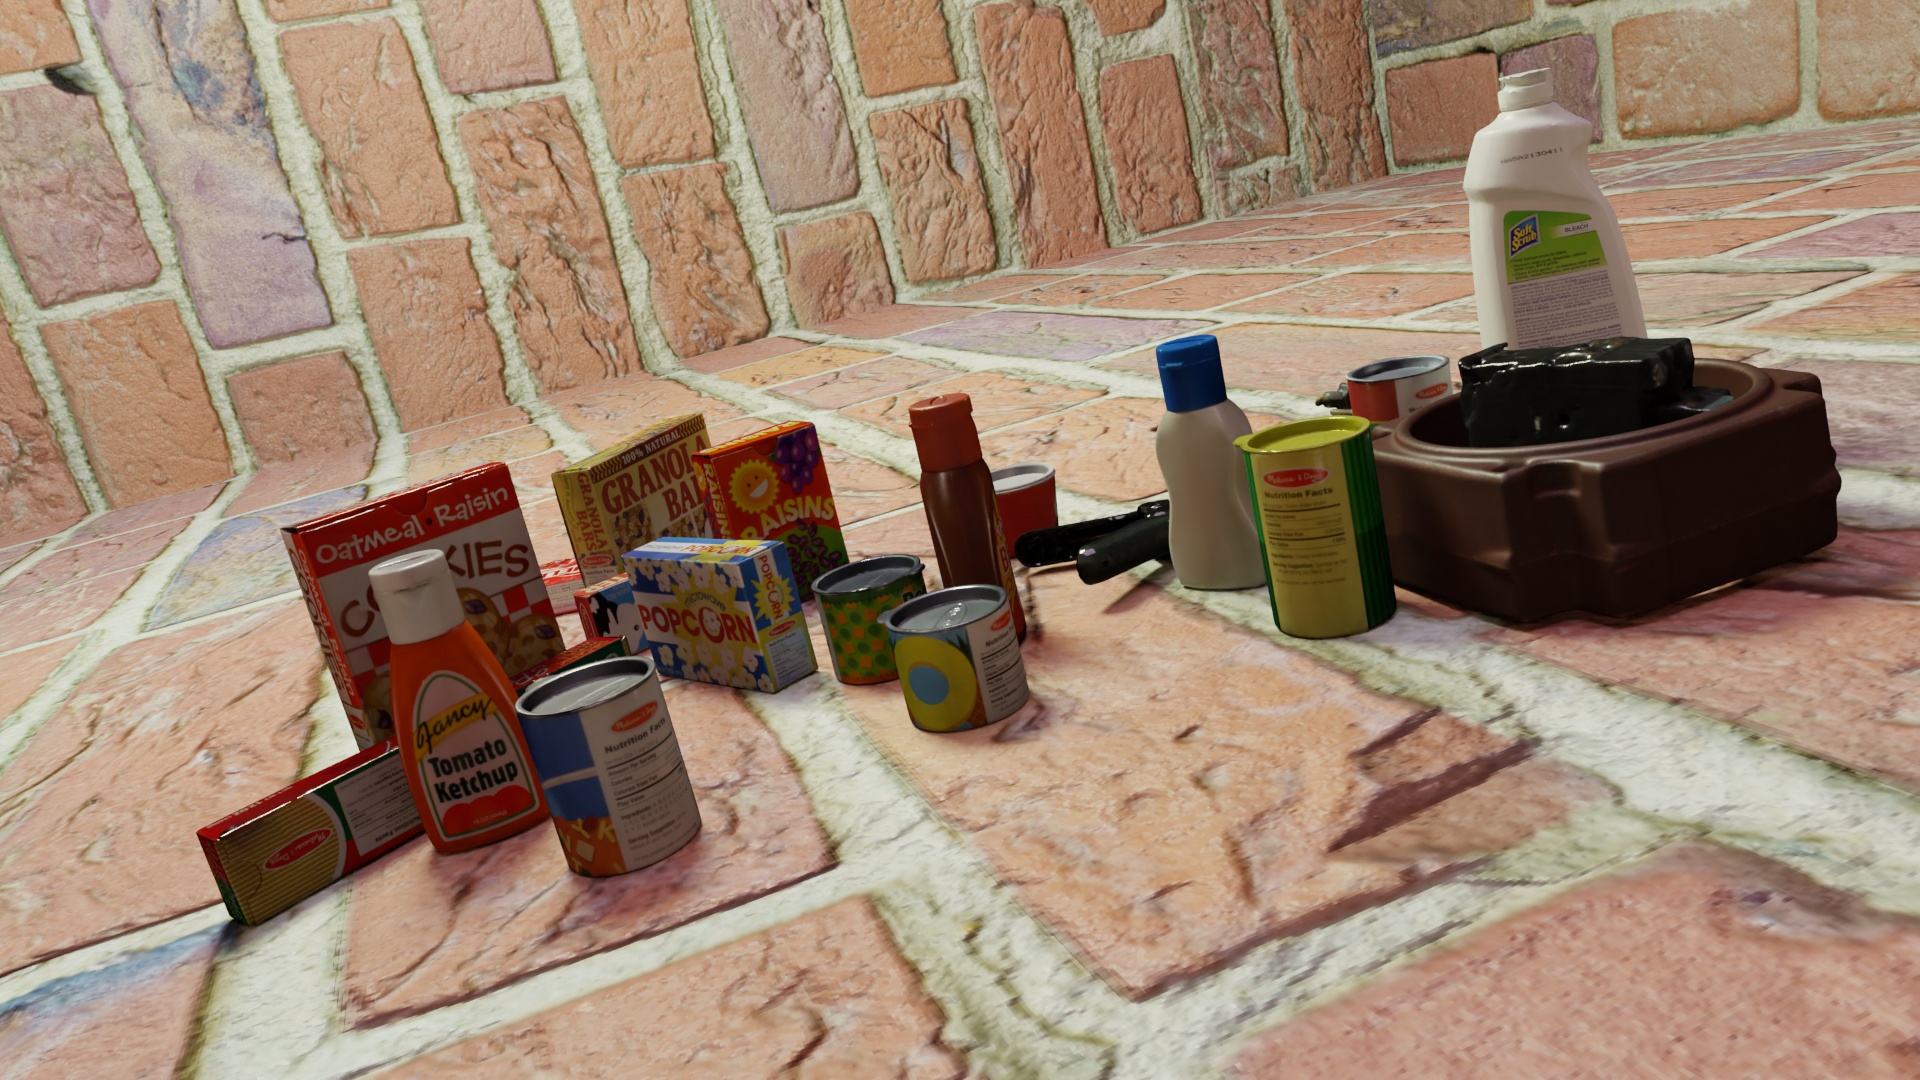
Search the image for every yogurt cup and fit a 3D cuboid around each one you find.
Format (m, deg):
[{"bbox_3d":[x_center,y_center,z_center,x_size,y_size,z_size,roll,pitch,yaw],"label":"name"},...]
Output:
[{"bbox_3d":[0.040,-0.021,0.998,0.072,0.053,0.072,-12,15,3],"label":"yogurt cup"}]

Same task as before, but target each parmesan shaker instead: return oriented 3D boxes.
[{"bbox_3d":[0.187,-0.008,0.734,0.071,0.102,0.071,-12,15,3],"label":"parmesan shaker"}]

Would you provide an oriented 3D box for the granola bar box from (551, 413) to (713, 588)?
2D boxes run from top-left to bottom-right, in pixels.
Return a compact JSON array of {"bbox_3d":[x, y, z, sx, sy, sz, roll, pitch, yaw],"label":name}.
[{"bbox_3d":[-0.245,-0.020,1.098,0.039,0.124,0.166,-7,16,22],"label":"granola bar box"}]

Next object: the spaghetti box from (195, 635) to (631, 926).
[{"bbox_3d":[-0.280,0.121,0.758,0.028,0.050,0.251,0,19,40],"label":"spaghetti box"}]

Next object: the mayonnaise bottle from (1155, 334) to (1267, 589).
[{"bbox_3d":[0.146,-0.046,0.819,0.064,0.147,0.041,-2,18,37],"label":"mayonnaise bottle"}]

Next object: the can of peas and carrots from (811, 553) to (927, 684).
[{"bbox_3d":[-0.047,0.046,0.821,0.071,0.058,0.071,-12,15,3],"label":"can of peas and carrots"}]

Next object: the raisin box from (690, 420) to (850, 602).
[{"bbox_3d":[-0.133,-0.015,0.989,0.086,0.123,0.040,-22,17,-31],"label":"raisin box"}]

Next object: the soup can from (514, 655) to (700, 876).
[{"bbox_3d":[-0.167,0.105,0.657,0.071,0.083,0.071,-12,15,3],"label":"soup can"}]

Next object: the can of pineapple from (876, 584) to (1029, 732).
[{"bbox_3d":[-0.003,0.061,0.730,0.071,0.057,0.071,-12,15,3],"label":"can of pineapple"}]

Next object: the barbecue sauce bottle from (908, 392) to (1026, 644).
[{"bbox_3d":[0.003,-0.010,0.809,0.044,0.148,0.065,-12,15,4],"label":"barbecue sauce bottle"}]

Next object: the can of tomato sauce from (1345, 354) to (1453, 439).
[{"bbox_3d":[0.297,-0.076,0.929,0.071,0.083,0.071,-12,15,3],"label":"can of tomato sauce"}]

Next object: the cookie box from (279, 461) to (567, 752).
[{"bbox_3d":[-0.301,0.051,0.807,0.123,0.167,0.040,-25,19,-38],"label":"cookie box"}]

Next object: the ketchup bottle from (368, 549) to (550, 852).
[{"bbox_3d":[-0.257,0.079,0.701,0.065,0.148,0.043,-18,15,-16],"label":"ketchup bottle"}]

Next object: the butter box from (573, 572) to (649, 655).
[{"bbox_3d":[-0.217,0.044,0.978,0.104,0.053,0.024,-26,19,-39],"label":"butter box"}]

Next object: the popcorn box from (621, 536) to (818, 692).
[{"bbox_3d":[-0.152,0.044,0.864,0.126,0.085,0.038,2,21,44],"label":"popcorn box"}]
